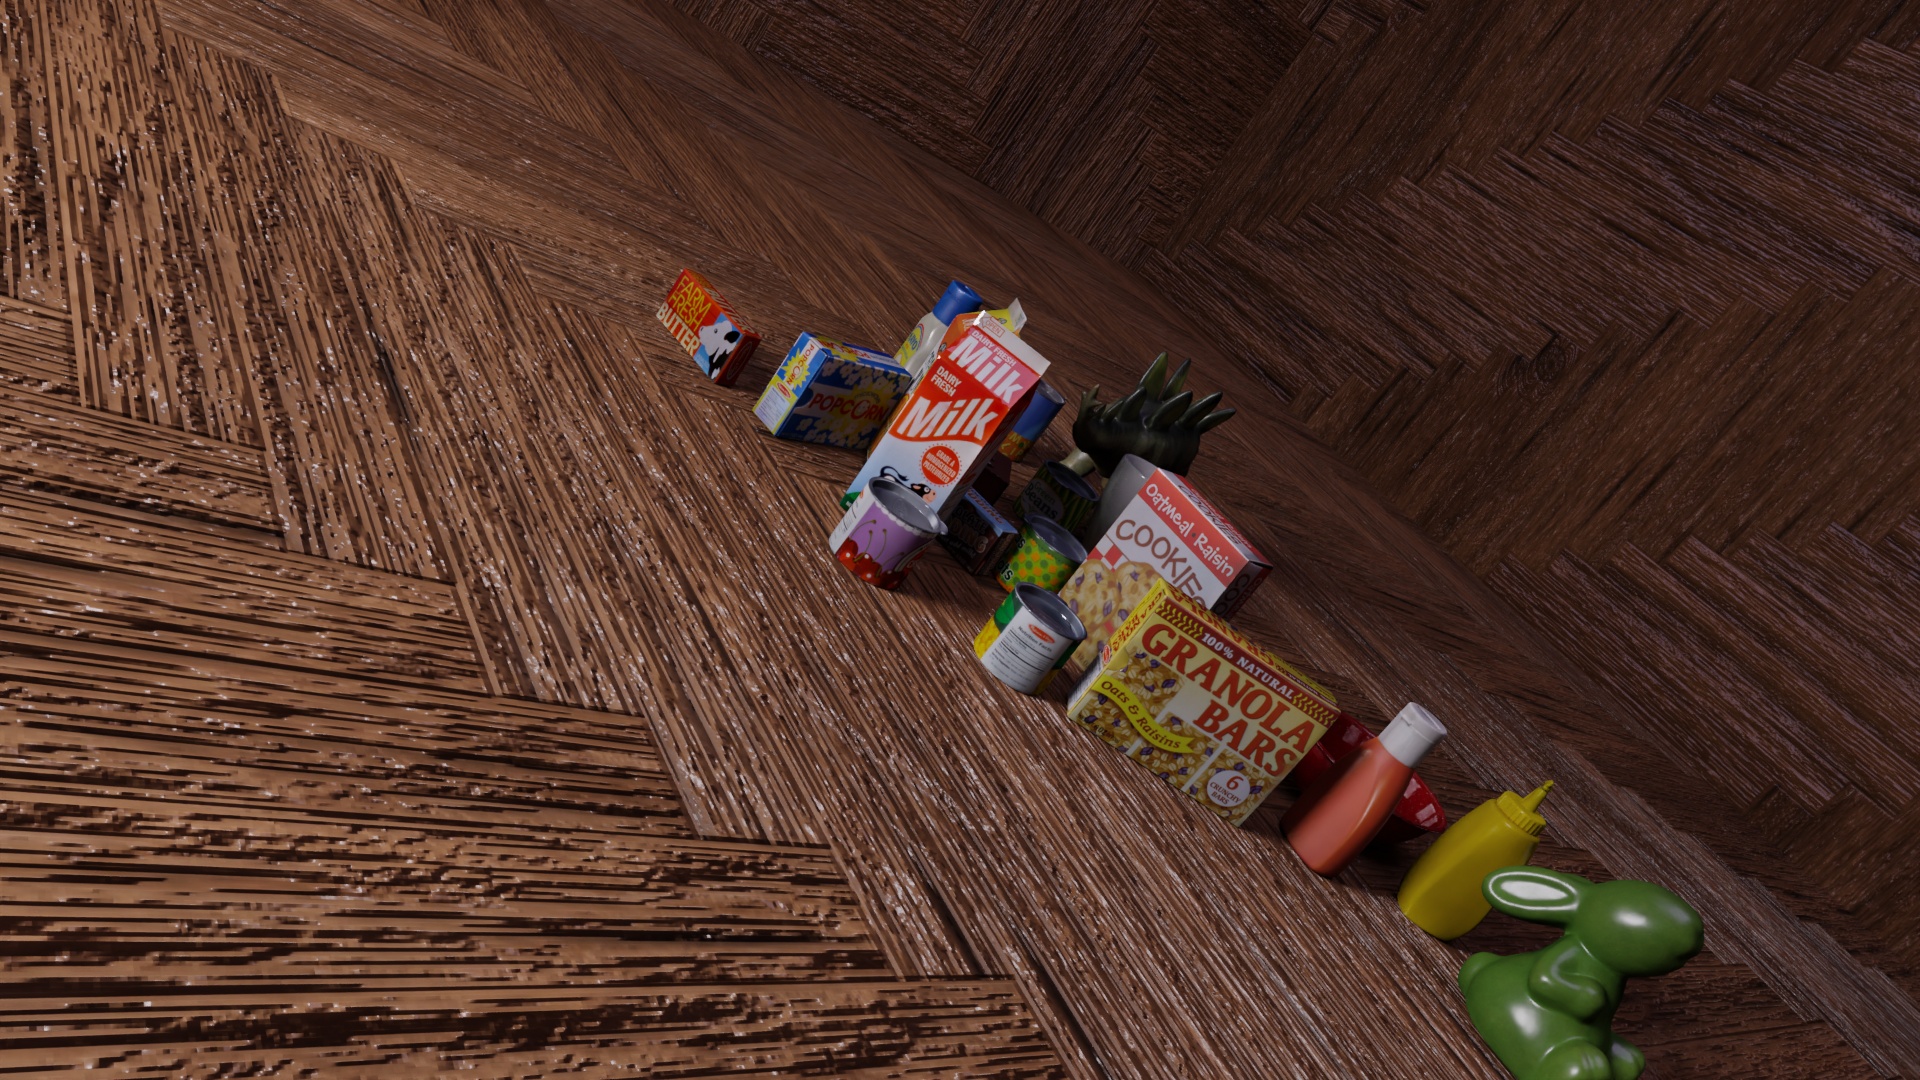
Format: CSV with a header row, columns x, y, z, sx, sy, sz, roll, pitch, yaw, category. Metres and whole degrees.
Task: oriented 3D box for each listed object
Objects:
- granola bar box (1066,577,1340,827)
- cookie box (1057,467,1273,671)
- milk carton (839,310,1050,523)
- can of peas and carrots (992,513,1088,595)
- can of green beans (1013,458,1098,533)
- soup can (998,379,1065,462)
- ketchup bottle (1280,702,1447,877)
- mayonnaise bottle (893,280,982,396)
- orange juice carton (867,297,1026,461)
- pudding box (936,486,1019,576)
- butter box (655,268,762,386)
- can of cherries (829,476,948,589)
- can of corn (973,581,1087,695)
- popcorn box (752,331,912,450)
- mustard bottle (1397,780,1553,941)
x,y,z,sx,sy,sz,roll,pitch,yaw,category
0.182,0.124,1.051,0.165,0.124,0.039,34,18,-9,granola bar box
0.157,0.043,1.132,0.040,0.167,0.123,16,27,-47,cookie box
-0.009,-0.087,1.115,0.072,0.190,0.073,39,18,7,milk carton
0.067,0.018,1.202,0.071,0.058,0.071,32,19,-12,can of peas and carrots
0.095,-0.039,1.389,0.071,0.057,0.071,32,19,-12,can of green beans
0.067,-0.137,1.533,0.071,0.083,0.071,32,19,-12,soup can
0.317,0.192,1.089,0.043,0.148,0.065,25,22,-32,ketchup bottle
-0.034,-0.188,1.376,0.041,0.147,0.065,27,20,-26,mayonnaise bottle
-0.002,-0.127,1.219,0.073,0.192,0.072,31,19,-16,orange juice carton
0.004,-0.015,1.186,0.084,0.049,0.030,46,21,26,pudding box
-0.217,-0.184,1.193,0.104,0.053,0.024,47,21,29,butter box
-0.054,-0.004,1.044,0.071,0.058,0.072,32,19,-12,can of cherries
0.053,0.073,1.048,0.071,0.058,0.071,32,19,-12,can of corn
-0.108,-0.127,1.199,0.038,0.085,0.127,46,21,26,popcorn box
0.423,0.250,1.117,0.065,0.159,0.049,34,18,-7,mustard bottle
